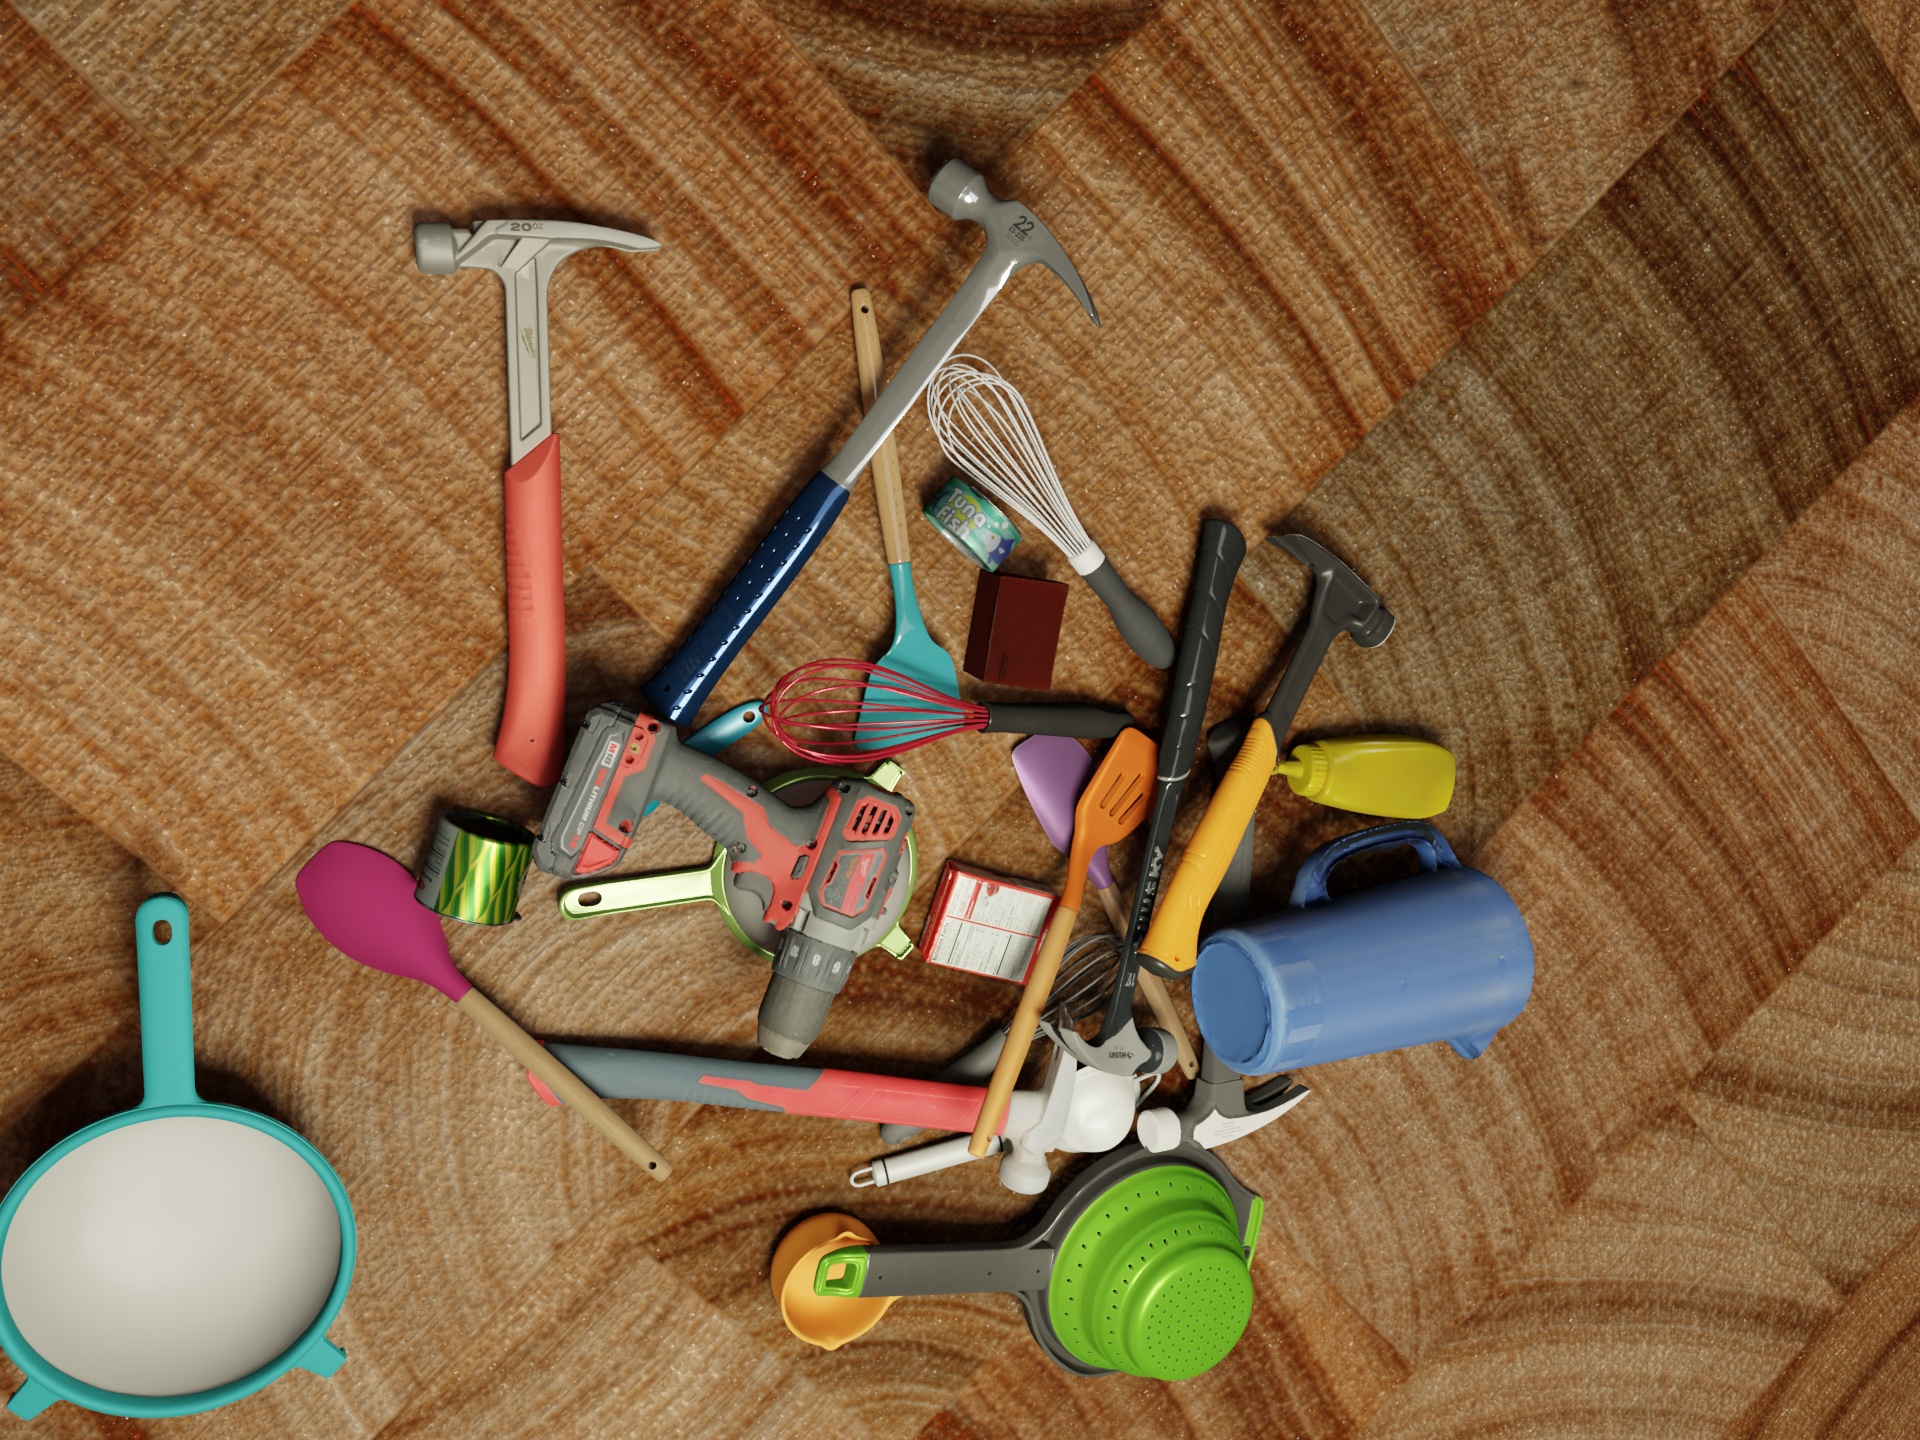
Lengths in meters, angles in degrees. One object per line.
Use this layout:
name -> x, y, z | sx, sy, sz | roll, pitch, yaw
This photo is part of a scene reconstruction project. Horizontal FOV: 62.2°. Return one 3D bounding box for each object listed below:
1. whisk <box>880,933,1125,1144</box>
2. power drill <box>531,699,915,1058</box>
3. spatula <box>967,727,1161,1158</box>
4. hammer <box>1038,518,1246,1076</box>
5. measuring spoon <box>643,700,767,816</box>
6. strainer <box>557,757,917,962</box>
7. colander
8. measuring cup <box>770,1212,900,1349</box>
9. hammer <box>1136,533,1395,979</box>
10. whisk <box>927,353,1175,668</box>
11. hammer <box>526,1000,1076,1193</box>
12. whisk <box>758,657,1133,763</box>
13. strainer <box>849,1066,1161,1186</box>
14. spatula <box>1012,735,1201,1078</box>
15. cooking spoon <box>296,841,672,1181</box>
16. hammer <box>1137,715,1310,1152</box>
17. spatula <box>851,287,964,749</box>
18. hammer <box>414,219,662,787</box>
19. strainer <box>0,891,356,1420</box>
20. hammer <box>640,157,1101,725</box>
whisk -> 0.035, 0.241, 1.195 | 0.239, 0.055, 0.055 | -39, 110, -1
power drill -> -0.159, 0.101, 1.033 | 0.226, 0.080, 0.188 | 22, 85, -9
spatula -> 0.075, 0.158, 1.136 | 0.080, 0.041, 0.323 | 41, 63, -39
hammer -> 0.146, 0.055, 1.152 | 0.149, 0.036, 0.409 | 15, 86, -51
measuring spoon -> -0.186, 0.025, 1.092 | 0.128, 0.021, 0.042 | -33, 109, -6
strainer -> -0.145, 0.117, 1.100 | 0.256, 0.069, 0.151 | -6, 104, -17
colander -> 0.086, 0.427, 1.192 | 0.396, 0.095, 0.204 | 8, 100, -28
measuring cup -> -0.060, 0.414, 1.203 | 0.173, 0.052, 0.095 | 3, 101, -25
hammer -> 0.207, 0.029, 1.151 | 0.127, 0.034, 0.337 | 36, 73, -28
whisk -> 0.069, -0.138, 1.119 | 0.070, 0.070, 0.284 | -42, 114, -4
hammer -> -0.109, 0.250, 1.133 | 0.386, 0.038, 0.143 | 9, 103, -12
whisk -> -0.002, -0.004, 1.108 | 0.295, 0.073, 0.073 | 2, 102, -30
strainer -> 0.041, 0.321, 1.219 | 0.258, 0.050, 0.086 | -13, 120, -10
spatula -> 0.122, 0.145, 1.214 | 0.060, 0.018, 0.315 | -30, 108, -16
cooking spoon -> -0.313, 0.201, 1.065 | 0.319, 0.017, 0.069 | 44, 87, -8
hammer -> 0.211, 0.163, 1.228 | 0.146, 0.035, 0.334 | -3, 99, -28
spatula -> -0.050, -0.135, 1.100 | 0.082, 0.044, 0.317 | -10, 100, -14
hammer -> -0.266, -0.135, 1.027 | 0.149, 0.037, 0.359 | -2, 102, -16
strainer -> -0.498, 0.266, 1.015 | 0.211, 0.095, 0.340 | -1, 100, -19
hammer -> -0.071, -0.162, 1.044 | 0.144, 0.035, 0.405 | 40, 98, 12
